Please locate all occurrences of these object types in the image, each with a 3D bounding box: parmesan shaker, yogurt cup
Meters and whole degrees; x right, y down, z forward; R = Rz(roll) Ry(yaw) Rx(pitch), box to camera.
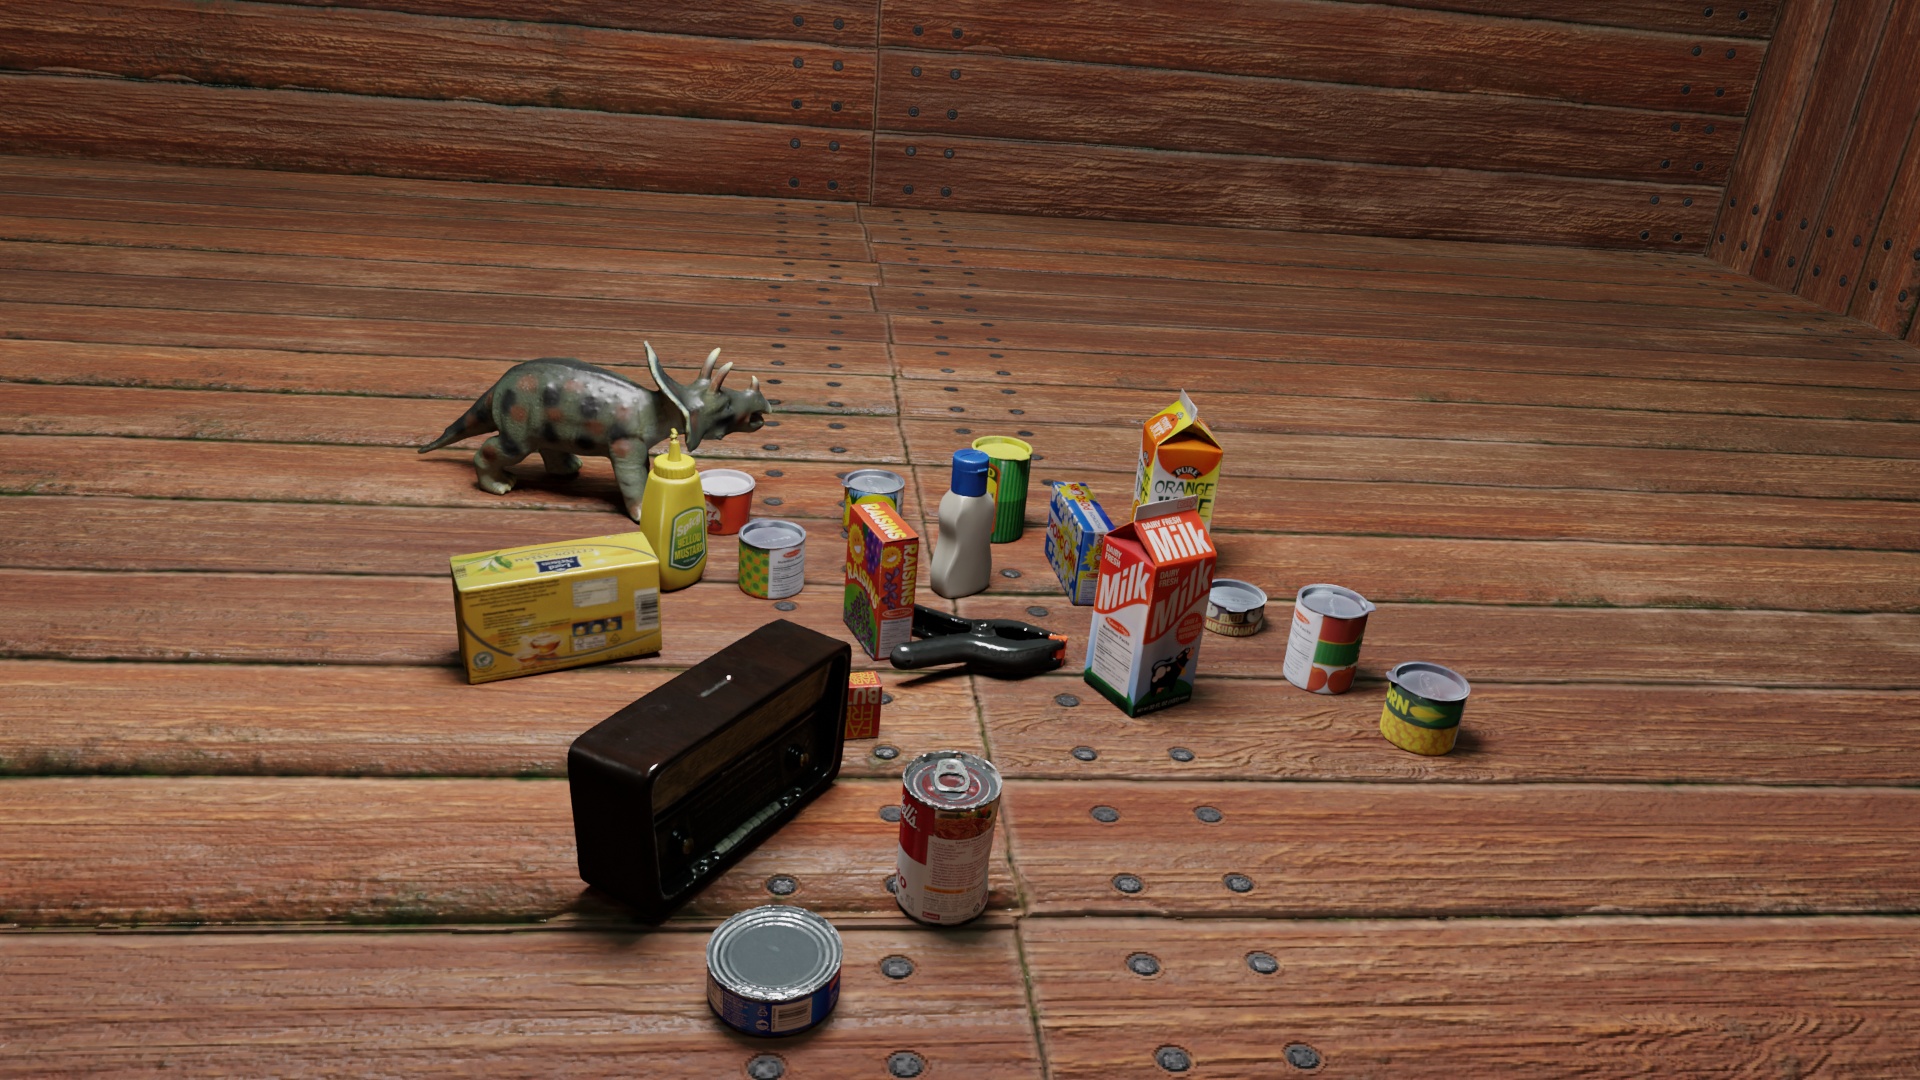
[{"bbox_3d":[0.043,-0.055,1.531,0.071,0.102,0.071,4,25,-2],"label":"parmesan shaker"},{"bbox_3d":[-0.257,-0.041,1.500,0.072,0.053,0.073,4,25,-2],"label":"yogurt cup"}]

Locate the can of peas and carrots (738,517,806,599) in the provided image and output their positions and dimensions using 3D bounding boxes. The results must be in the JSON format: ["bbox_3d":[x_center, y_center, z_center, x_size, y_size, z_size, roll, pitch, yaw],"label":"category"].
[{"bbox_3d":[-0.189,0.018,1.383,0.071,0.058,0.071,4,25,-2],"label":"can of peas and carrots"}]

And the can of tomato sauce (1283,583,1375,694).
[{"bbox_3d":[0.343,0.092,1.297,0.071,0.082,0.071,4,25,-2],"label":"can of tomato sauce"}]

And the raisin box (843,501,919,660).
[{"bbox_3d":[-0.074,0.037,1.288,0.040,0.122,0.086,-6,27,-24],"label":"raisin box"}]

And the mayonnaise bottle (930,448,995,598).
[{"bbox_3d":[0.005,-0.017,1.390,0.065,0.147,0.041,-15,31,-36],"label":"mayonnaise bottle"}]

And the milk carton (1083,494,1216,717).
[{"bbox_3d":[0.169,0.051,1.225,0.072,0.189,0.073,-11,29,-32],"label":"milk carton"}]

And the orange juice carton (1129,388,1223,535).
[{"bbox_3d":[0.228,-0.060,1.473,0.073,0.191,0.072,3,25,-5],"label":"orange juice carton"}]

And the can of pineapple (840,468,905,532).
[{"bbox_3d":[-0.098,-0.040,1.526,0.071,0.057,0.071,4,25,-2],"label":"can of pineapple"}]

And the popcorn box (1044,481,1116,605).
[{"bbox_3d":[0.124,0.002,1.447,0.038,0.084,0.127,0,25,-12],"label":"popcorn box"}]

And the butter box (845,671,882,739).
[{"bbox_3d":[-0.118,0.138,1.145,0.104,0.053,0.024,-2,26,-16],"label":"butter box"}]

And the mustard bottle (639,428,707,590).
[{"bbox_3d":[-0.279,-0.032,1.351,0.049,0.159,0.065,22,29,32],"label":"mustard bottle"}]

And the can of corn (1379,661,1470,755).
[{"bbox_3d":[0.405,0.147,1.221,0.071,0.058,0.071,4,25,-2],"label":"can of corn"}]

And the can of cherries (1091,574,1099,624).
[{"bbox_3d":[0.165,0.066,1.349,0.071,0.058,0.072,4,25,-2],"label":"can of cherries"}]

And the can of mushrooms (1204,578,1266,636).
[{"bbox_3d":[0.271,0.068,1.394,0.071,0.033,0.071,4,25,-2],"label":"can of mushrooms"}]
